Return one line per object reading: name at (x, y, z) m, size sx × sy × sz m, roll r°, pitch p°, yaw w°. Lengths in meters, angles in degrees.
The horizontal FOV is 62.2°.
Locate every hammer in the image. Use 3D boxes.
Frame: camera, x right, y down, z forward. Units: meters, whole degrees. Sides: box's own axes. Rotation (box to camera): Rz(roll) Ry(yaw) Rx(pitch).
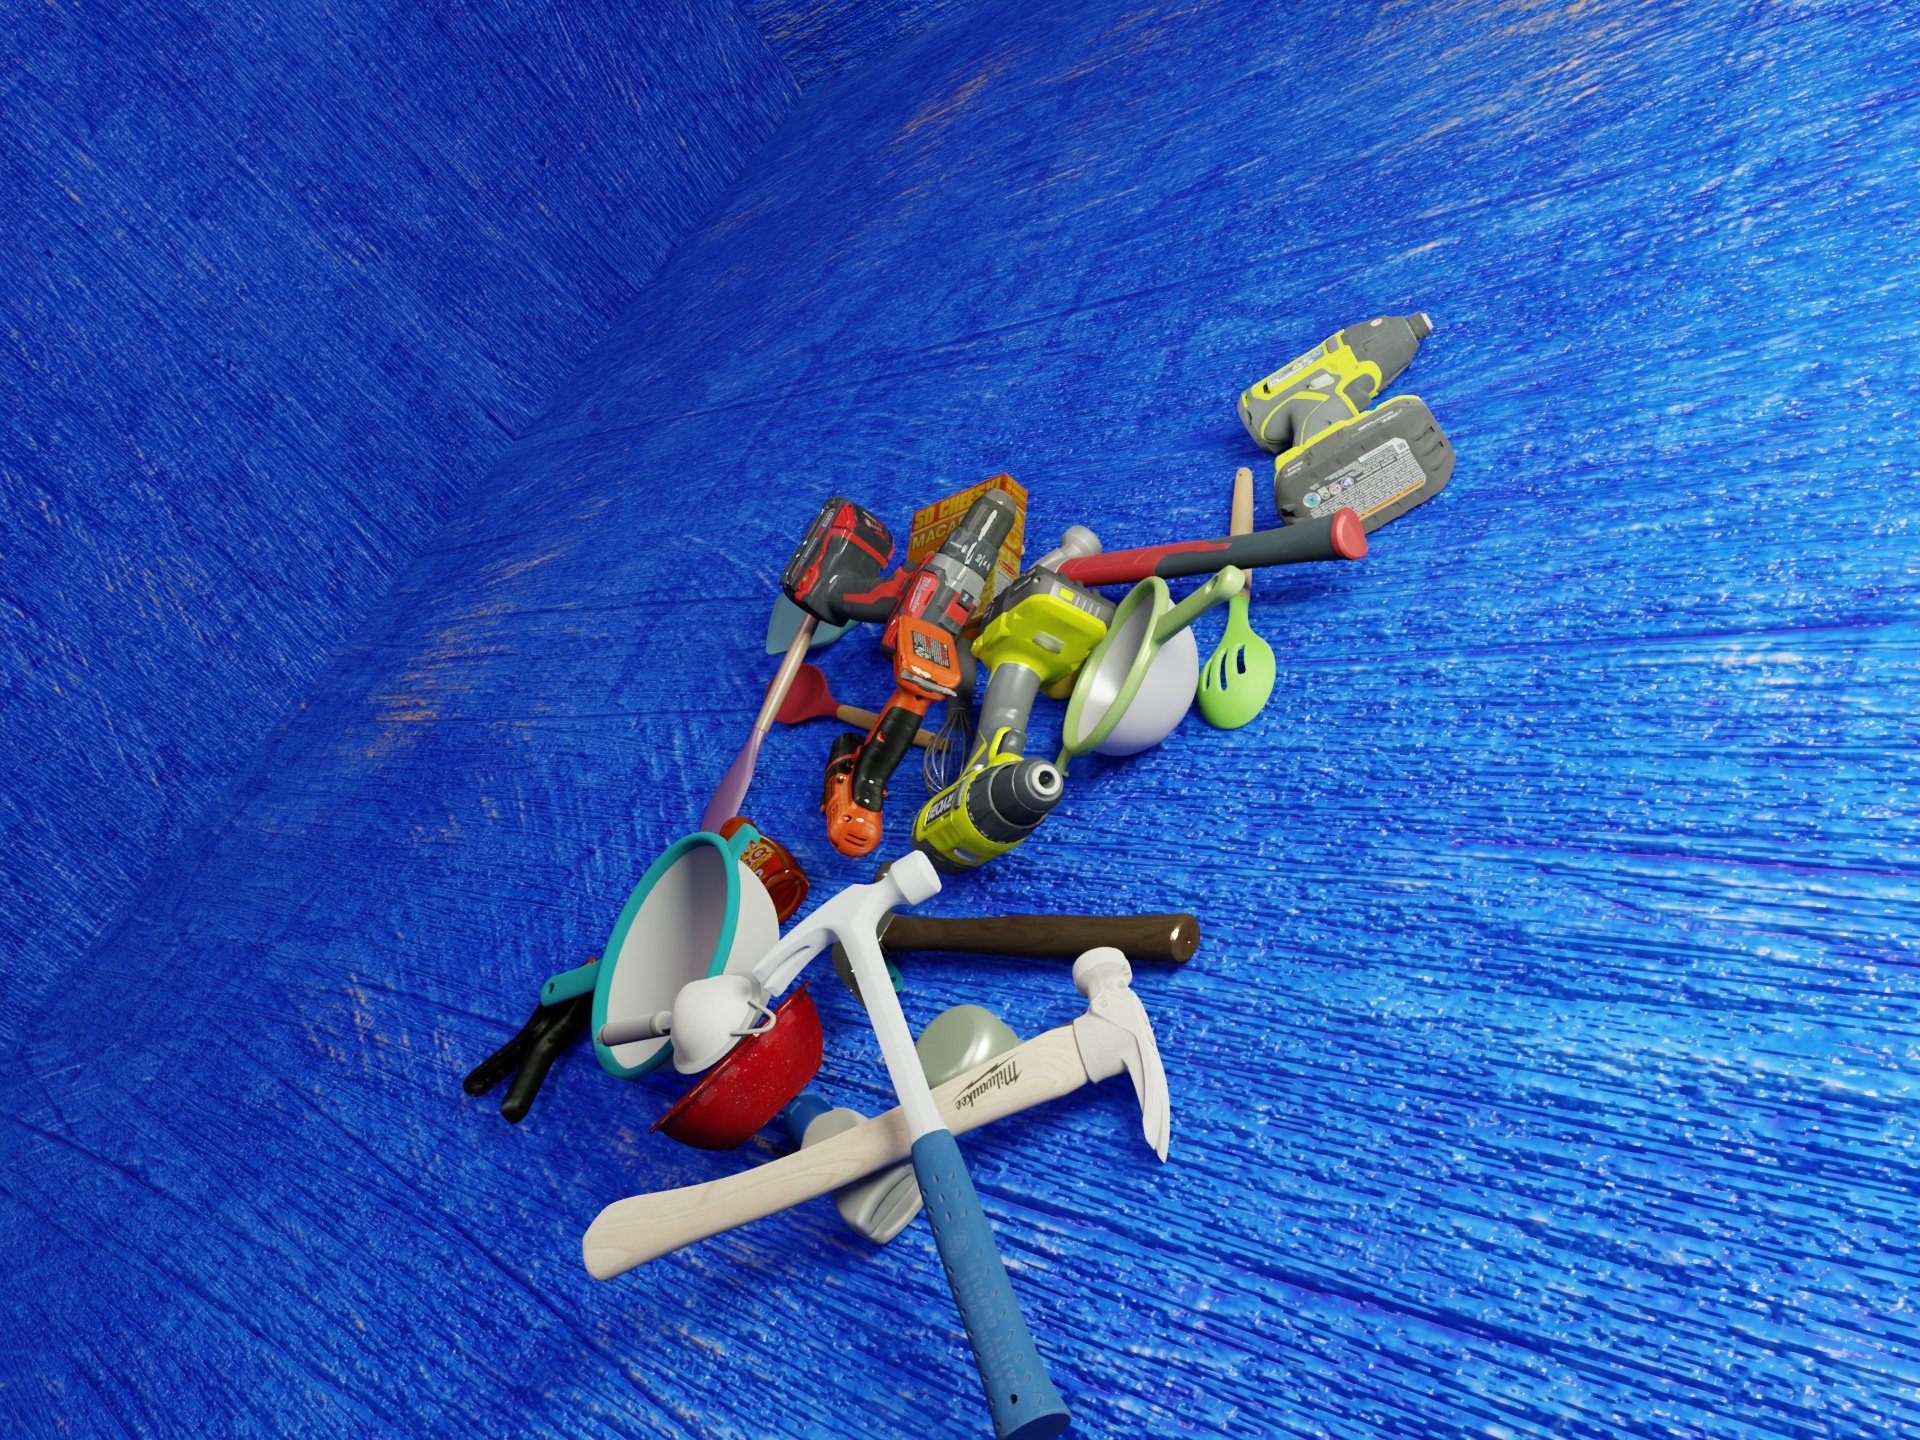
hammer at (0.029, 0.158, 1.157) m, size 0.331 × 0.031 × 0.130 m, roll -6°, pitch 43°, yaw 43°
hammer at (-0.063, 0.286, 1.030) m, size 0.410 × 0.038 × 0.146 m, roll -25°, pitch 42°, yaw 10°
hammer at (-0.026, 0.254, 0.983) m, size 0.144 × 0.035 × 0.406 m, roll -31°, pitch 42°, yaw 4°
hammer at (0.167, -0.121, 1.293) m, size 0.143 × 0.038 × 0.386 m, roll -46°, pitch 23°, yaw -24°

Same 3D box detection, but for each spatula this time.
spatula at (-0.070, -0.134, 1.645) m, size 0.317 × 0.044 × 0.082 m, roll -18°, pitch 50°, yaw 35°
spatula at (-0.194, -0.012, 1.612) m, size 0.060 × 0.018 × 0.316 m, roll 5°, pitch 67°, yaw 52°

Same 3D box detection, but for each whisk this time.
whisk at (-0.003, -0.005, 1.403) m, size 0.055 × 0.055 × 0.239 m, roll -30°, pitch 29°, yaw 22°

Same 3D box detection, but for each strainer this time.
strainer at (-0.252, 0.223, 1.369) m, size 0.340 × 0.095 × 0.211 m, roll -24°, pitch 48°, yaw 48°
strainer at (0.160, -0.046, 1.172) m, size 0.256 × 0.069 × 0.152 m, roll -42°, pitch 25°, yaw 63°
strainer at (-0.221, 0.227, 1.192) m, size 0.258 × 0.050 × 0.087 m, roll -23°, pitch 33°, yaw 51°

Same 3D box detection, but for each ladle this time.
ladle at (-0.101, -0.005, 1.537) m, size 0.316 × 0.031 × 0.069 m, roll 17°, pitch 73°, yaw 55°

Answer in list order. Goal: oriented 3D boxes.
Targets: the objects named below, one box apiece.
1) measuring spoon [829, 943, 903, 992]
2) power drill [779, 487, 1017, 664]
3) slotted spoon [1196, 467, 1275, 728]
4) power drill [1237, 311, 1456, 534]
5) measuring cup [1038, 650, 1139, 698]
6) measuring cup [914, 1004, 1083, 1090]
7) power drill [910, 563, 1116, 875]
measuring spoon at (-0.076, 0.189, 1.278) m, size 0.042 × 0.021 × 0.129 m, roll -36°, pitch 37°, yaw -13°
power drill at (-0.055, -0.151, 1.517) m, size 0.227 × 0.080 × 0.188 m, roll 26°, pitch 83°, yaw 48°
slotted spoon at (0.224, -0.112, 1.285) m, size 0.070 × 0.031 × 0.314 m, roll -27°, pitch 32°, yaw 32°
power drill at (0.319, -0.247, 1.296) m, size 0.171 × 0.080 × 0.223 m, roll -30°, pitch 30°, yaw 23°
measuring cup at (0.125, -0.050, 1.325) m, size 0.156 × 0.029 × 0.062 m, roll -10°, pitch 44°, yaw 40°
measuring cup at (0.035, 0.216, 1.081) m, size 0.167 × 0.038 × 0.083 m, roll -27°, pitch 34°, yaw 30°
power drill at (0.046, 0.000, 1.231) m, size 0.190 × 0.080 × 0.229 m, roll -37°, pitch 31°, yaw 60°
